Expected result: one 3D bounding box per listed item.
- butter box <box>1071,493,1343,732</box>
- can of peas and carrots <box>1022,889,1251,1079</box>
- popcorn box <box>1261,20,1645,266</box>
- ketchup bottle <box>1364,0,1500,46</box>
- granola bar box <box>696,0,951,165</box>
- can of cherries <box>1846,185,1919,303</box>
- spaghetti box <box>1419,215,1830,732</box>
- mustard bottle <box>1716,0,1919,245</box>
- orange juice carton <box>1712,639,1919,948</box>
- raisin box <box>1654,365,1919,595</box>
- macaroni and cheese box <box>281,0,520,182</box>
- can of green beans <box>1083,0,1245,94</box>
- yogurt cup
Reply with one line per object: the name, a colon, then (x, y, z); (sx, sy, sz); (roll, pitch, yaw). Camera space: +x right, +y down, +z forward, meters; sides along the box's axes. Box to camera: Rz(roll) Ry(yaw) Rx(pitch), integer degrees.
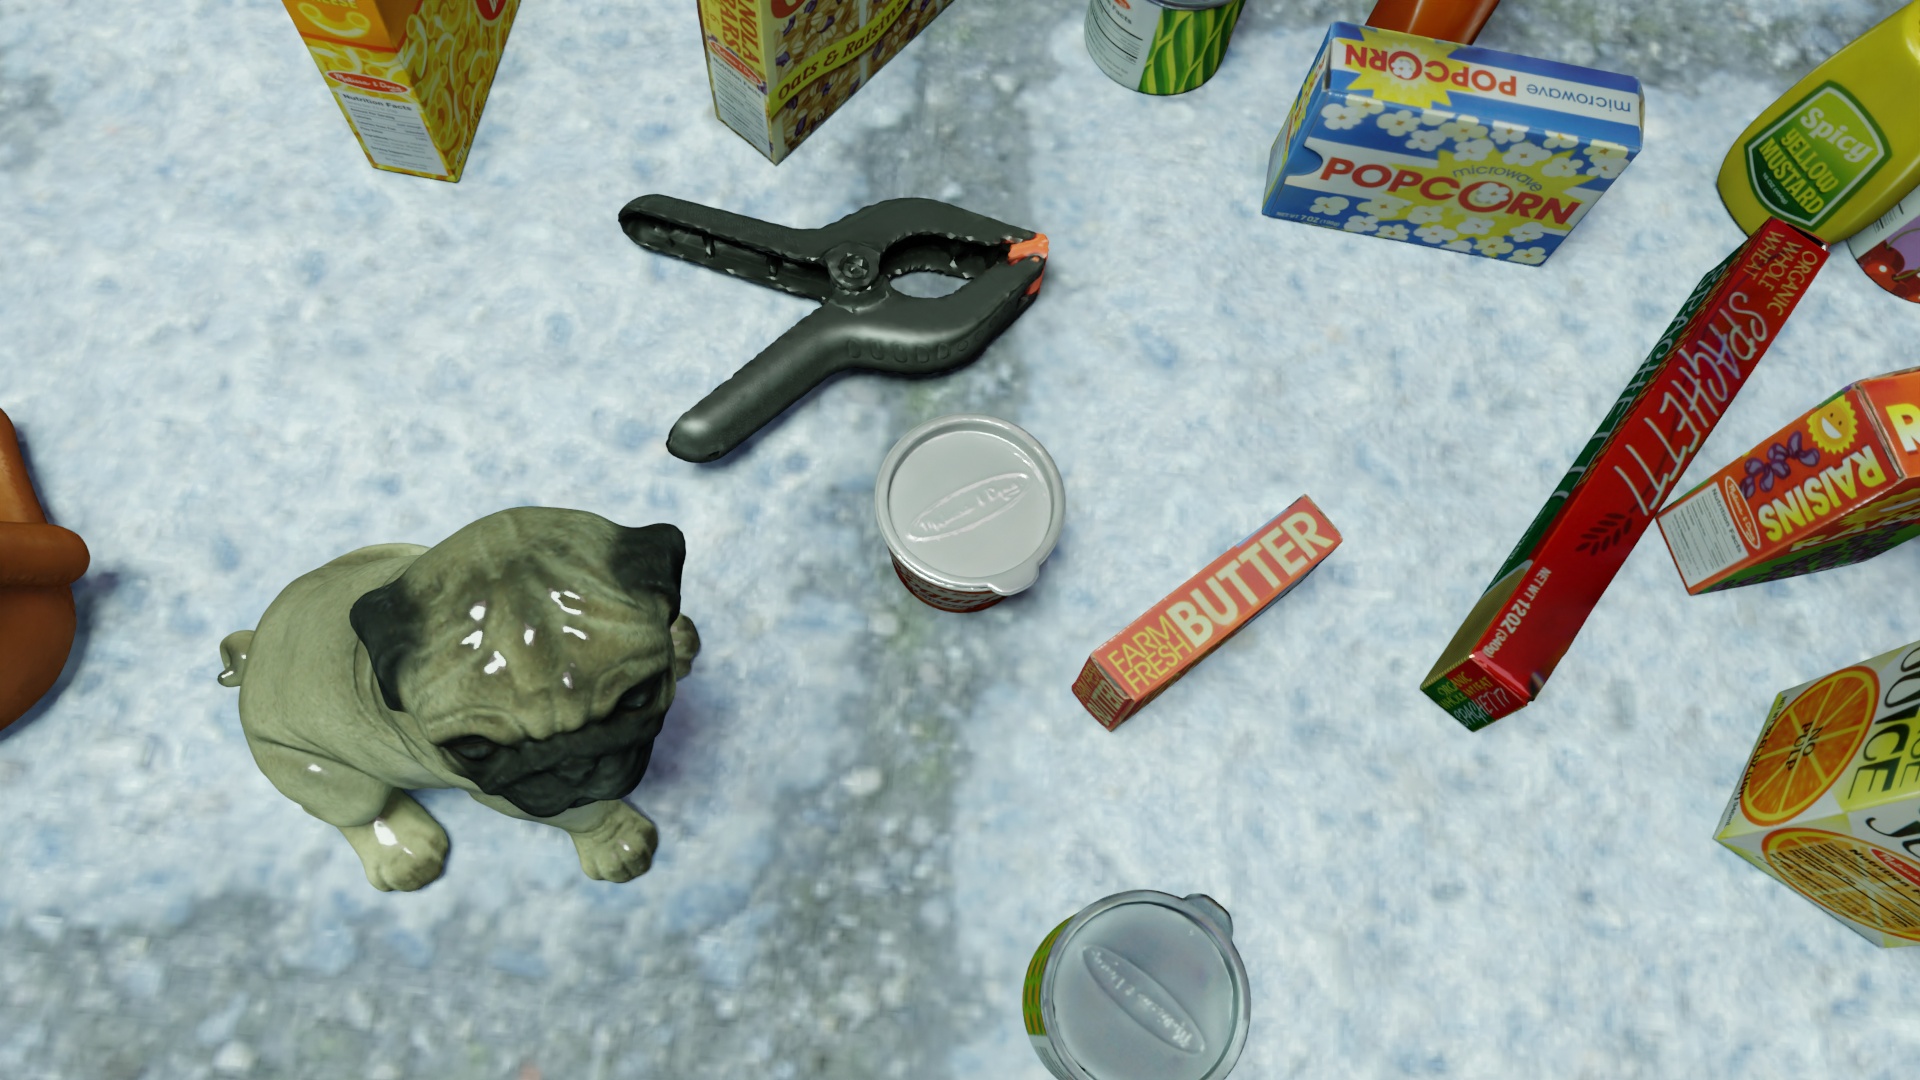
butter box: (0.089, 0.028, 0.509); (0.104, 0.053, 0.024); (-35, 77, -16)
can of peas and carrots: (0.057, 0.150, 0.458); (0.071, 0.058, 0.071); (2, 70, -4)
popcorn box: (0.198, -0.160, 0.571); (0.127, 0.085, 0.038); (10, 70, -1)
ketchup bottle: (0.205, -0.240, 0.567); (0.043, 0.148, 0.065); (14, 70, 0)
granola bar box: (-0.037, -0.249, 0.563); (0.039, 0.123, 0.166); (38, 72, 9)
can of cherries: (0.433, -0.142, 0.598); (0.071, 0.058, 0.072); (2, 70, -4)
spaghetti box: (0.264, -0.031, 0.547); (0.029, 0.050, 0.251); (38, 71, 9)
mustard bottle: (0.371, -0.175, 0.551); (0.049, 0.159, 0.065); (-27, 75, -13)
orange juice carton: (0.337, 0.073, 0.439); (0.073, 0.192, 0.072); (33, 71, 7)
raisin box: (0.333, -0.023, 0.511); (0.086, 0.123, 0.040); (-9, 71, -8)
macaroni and cheese box: (-0.210, -0.235, 0.520); (0.040, 0.166, 0.124); (10, 70, -1)
can of green beans: (0.091, -0.238, 0.605); (0.071, 0.057, 0.071); (2, 70, -4)
yogurt cup: (0.002, -0.006, 0.514); (0.072, 0.053, 0.072); (2, 70, -4)
